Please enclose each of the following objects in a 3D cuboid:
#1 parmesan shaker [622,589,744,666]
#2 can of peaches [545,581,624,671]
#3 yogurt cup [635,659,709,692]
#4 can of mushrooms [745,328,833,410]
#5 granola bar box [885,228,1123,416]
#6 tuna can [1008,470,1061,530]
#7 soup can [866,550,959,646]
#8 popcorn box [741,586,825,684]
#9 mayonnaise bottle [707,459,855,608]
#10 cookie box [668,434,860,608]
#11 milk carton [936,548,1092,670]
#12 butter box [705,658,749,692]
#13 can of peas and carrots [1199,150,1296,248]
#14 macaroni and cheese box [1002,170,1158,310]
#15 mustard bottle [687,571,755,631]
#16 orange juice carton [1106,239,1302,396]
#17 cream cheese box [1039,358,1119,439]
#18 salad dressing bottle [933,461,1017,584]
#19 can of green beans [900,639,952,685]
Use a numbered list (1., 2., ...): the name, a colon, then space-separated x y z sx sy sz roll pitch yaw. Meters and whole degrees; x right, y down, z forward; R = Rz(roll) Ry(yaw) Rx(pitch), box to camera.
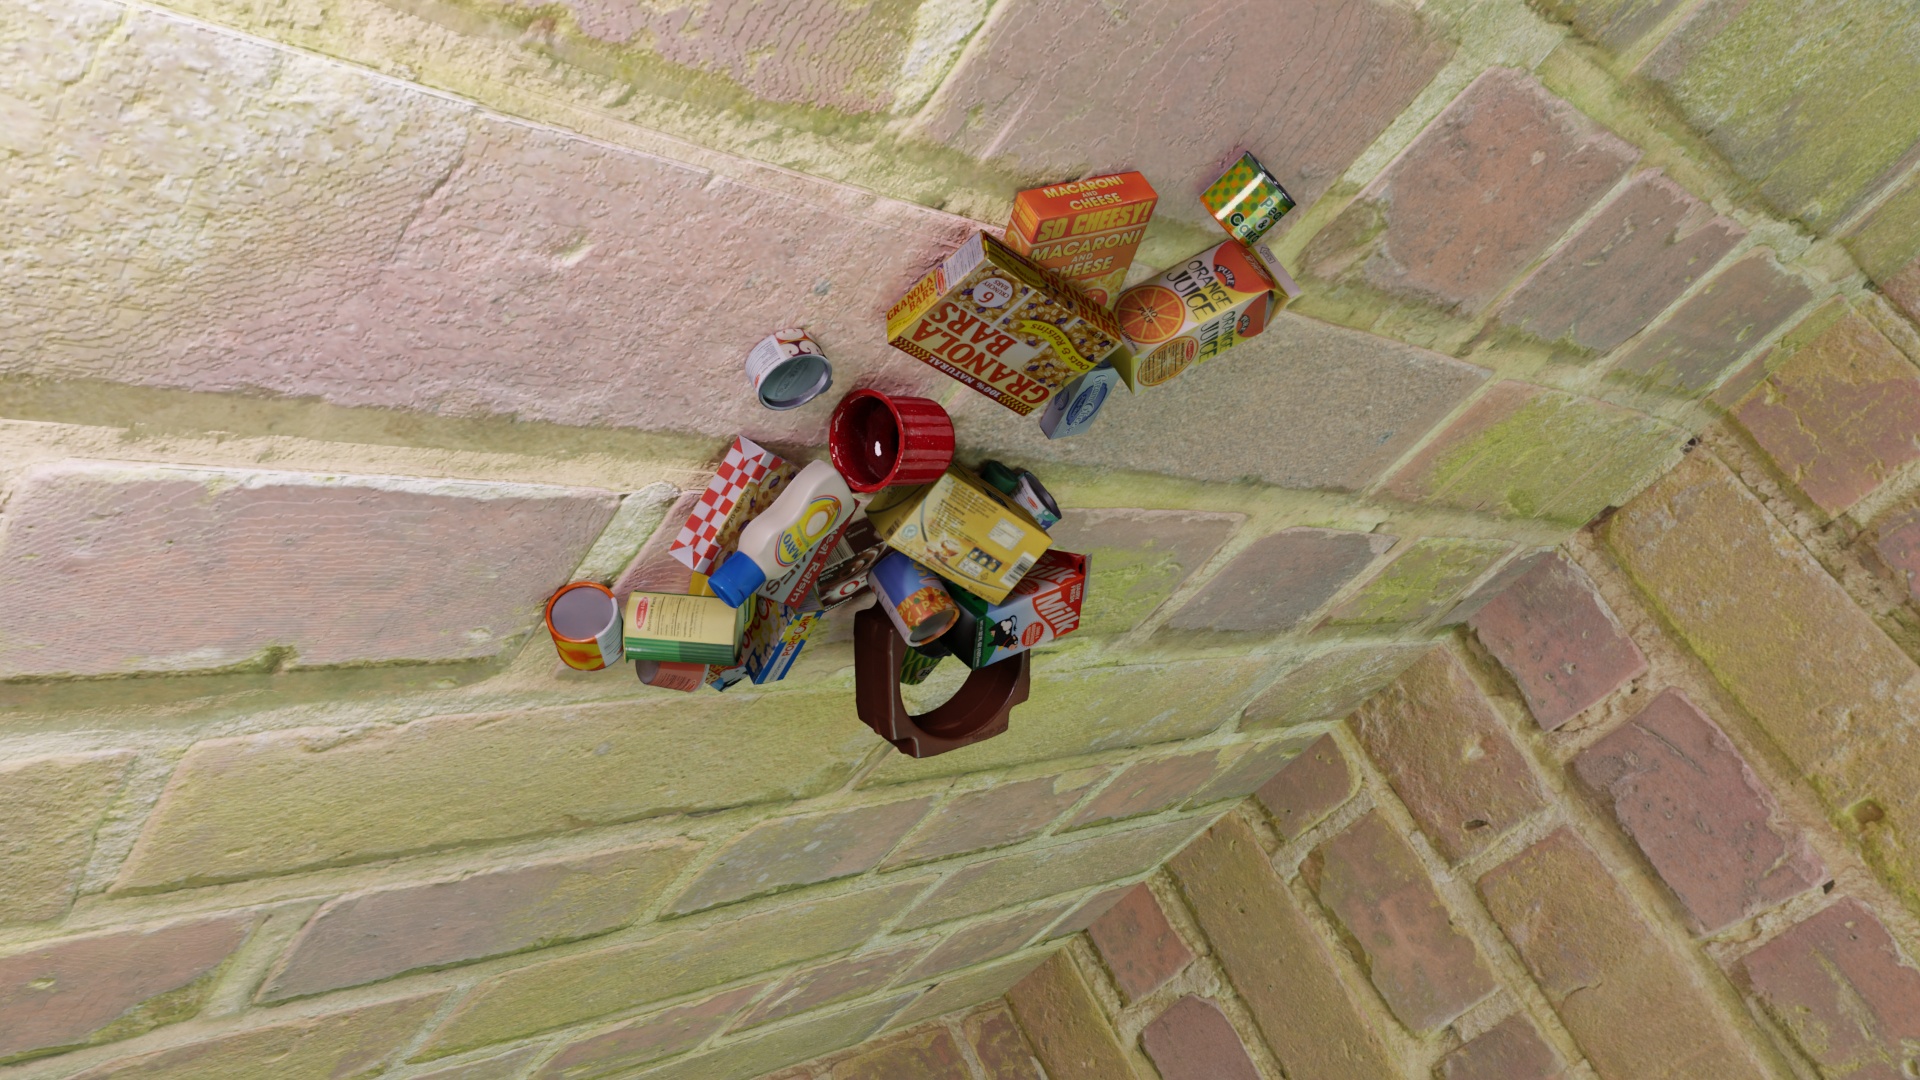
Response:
1. parmesan shaker: -0.260 0.086 1.310 0.103 0.071 0.071 4 148 0
2. can of peaches: -0.348 0.079 1.284 0.071 0.071 0.057 -22 152 -17
3. yogurt cup: -0.294 0.120 1.412 0.054 0.072 0.072 8 135 -39
4. can of mushrooms: -0.141 -0.141 1.154 0.071 0.033 0.070 -24 152 -14
5. granola bar box: 0.038 -0.180 1.186 0.165 0.039 0.123 24 135 -36
6. tuna can: 0.079 -0.040 1.518 0.032 0.071 0.071 -37 152 15
7. soup can: -0.047 0.057 1.450 0.071 0.084 0.071 -28 155 -14
8. popcorn box: -0.192 0.077 1.417 0.038 0.085 0.126 -7 145 -38
9. mayonnaise bottle: -0.159 -0.003 1.232 0.148 0.041 0.064 -47 142 -21
10. cookie box: -0.175 -0.012 1.281 0.123 0.040 0.167 -59 150 0
11. milk carton: 0.071 0.068 1.529 0.191 0.073 0.072 -18 128 -32
12. butter box: -0.263 0.130 1.502 0.053 0.024 0.103 -32 153 3
13. can of peas and carrots: 0.259 -0.304 1.247 0.058 0.071 0.071 -42 151 22
14. macaroni and cheese box: 0.089 -0.241 1.215 0.124 0.040 0.165 -17 150 -25
15. mustard bottle: -0.230 0.039 1.352 0.065 0.049 0.159 -12 147 -23
16. orange juice carton: 0.233 -0.225 1.355 0.193 0.072 0.072 -27 153 -7
17. cream cheese box: 0.125 -0.149 1.426 0.053 0.024 0.103 -14 149 -33
18. salad dressing bottle: 0.005 -0.019 1.490 0.147 0.064 0.044 -53 157 22
19. can of green beans: -0.055 0.132 1.672 0.071 0.071 0.057 -3 142 -43
